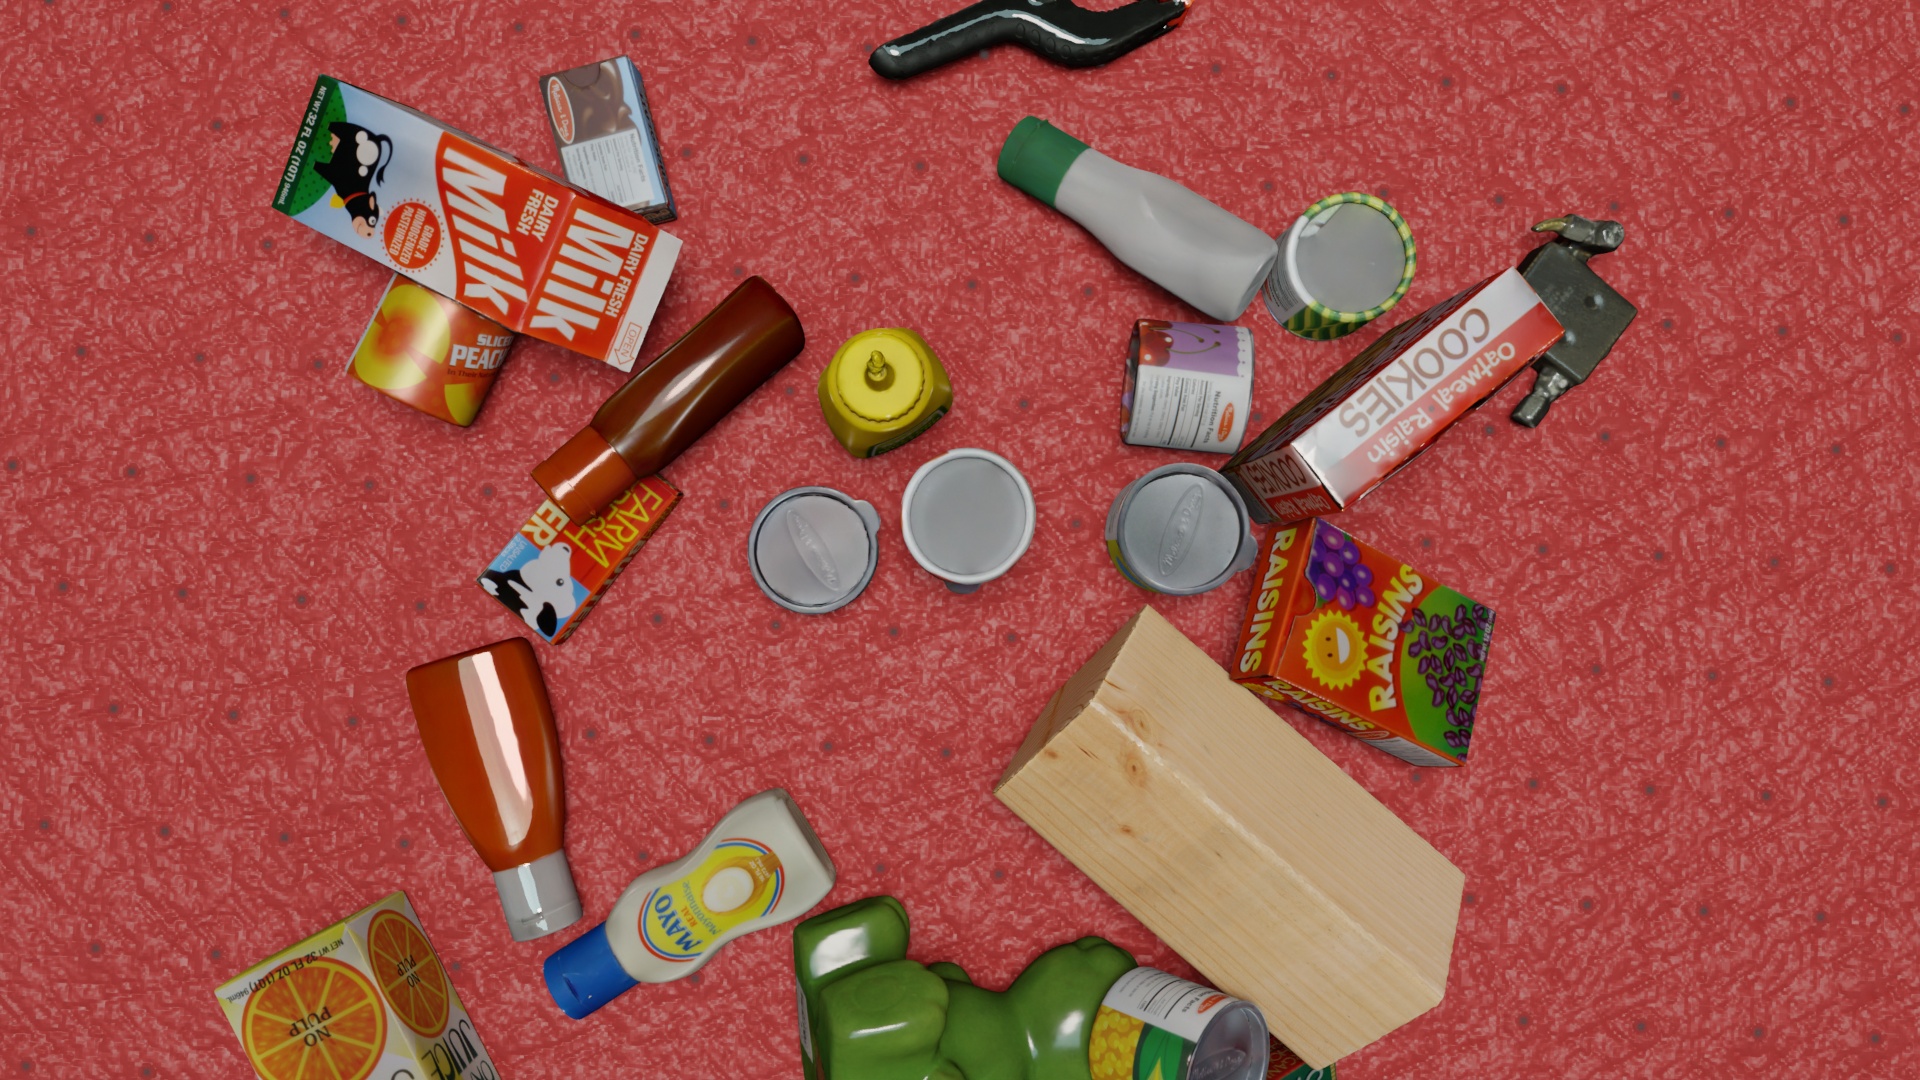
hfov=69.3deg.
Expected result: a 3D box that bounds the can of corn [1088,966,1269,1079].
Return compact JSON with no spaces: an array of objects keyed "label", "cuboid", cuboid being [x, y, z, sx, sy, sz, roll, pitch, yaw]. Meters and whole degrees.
[{"label":"can of corn","cuboid":[0.103,0.244,0.655,0.071,0.058,0.071,-6,98,-44]}]

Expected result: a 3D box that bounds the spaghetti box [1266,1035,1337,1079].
[{"label":"spaghetti box","cuboid":[0.081,0.310,0.658,0.251,0.029,0.050,-19,108,-27]}]

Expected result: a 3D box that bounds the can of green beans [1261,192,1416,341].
[{"label":"can of green beans","cuboid":[0.194,-0.140,0.717,0.071,0.058,0.071,0,88,-1]}]

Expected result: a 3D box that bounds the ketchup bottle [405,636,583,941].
[{"label":"ketchup bottle","cuboid":[-0.232,0.127,0.709,0.065,0.043,0.148,-17,89,0]}]

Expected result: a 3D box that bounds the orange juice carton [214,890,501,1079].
[{"label":"orange juice carton","cuboid":[-0.278,0.281,0.689,0.072,0.073,0.192,-28,89,-2]}]

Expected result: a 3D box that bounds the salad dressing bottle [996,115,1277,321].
[{"label":"salad dressing bottle","cuboid":[0.088,-0.168,0.712,0.148,0.064,0.043,34,131,13]}]

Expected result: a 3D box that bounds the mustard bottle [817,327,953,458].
[{"label":"mustard bottle","cuboid":[-0.037,-0.072,0.661,0.065,0.160,0.049,-31,91,0]}]

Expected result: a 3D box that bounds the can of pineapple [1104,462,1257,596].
[{"label":"can of pineapple","cuboid":[0.111,-0.004,0.711,0.071,0.058,0.071,0,89,-1]}]

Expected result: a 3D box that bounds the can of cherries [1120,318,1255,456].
[{"label":"can of cherries","cuboid":[0.115,-0.080,0.712,0.058,0.071,0.071,5,88,0]}]

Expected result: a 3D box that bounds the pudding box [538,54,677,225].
[{"label":"pudding box","cuboid":[-0.184,-0.205,0.728,0.050,0.030,0.083,-16,88,0]}]

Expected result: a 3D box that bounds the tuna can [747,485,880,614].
[{"label":"tuna can","cuboid":[-0.073,0.004,0.721,0.071,0.033,0.071,0,88,-1]}]

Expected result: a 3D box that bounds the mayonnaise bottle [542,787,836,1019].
[{"label":"mayonnaise bottle","cuboid":[-0.140,0.190,0.709,0.148,0.041,0.065,-32,91,-2]}]

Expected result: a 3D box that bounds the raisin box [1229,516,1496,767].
[{"label":"raisin box","cuboid":[0.202,0.052,0.691,0.123,0.040,0.086,25,72,-19]}]

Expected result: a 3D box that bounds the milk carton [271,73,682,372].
[{"label":"milk carton","cuboid":[-0.229,-0.153,0.682,0.191,0.073,0.072,26,99,11]}]

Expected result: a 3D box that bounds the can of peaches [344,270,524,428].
[{"label":"can of peaches","cuboid":[-0.266,-0.095,0.704,0.071,0.071,0.058,27,89,0]}]

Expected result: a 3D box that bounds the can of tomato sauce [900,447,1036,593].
[{"label":"can of tomato sauce","cuboid":[0.002,-0.009,0.697,0.071,0.083,0.071,0,88,-1]}]

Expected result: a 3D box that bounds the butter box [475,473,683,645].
[{"label":"butter box","cuboid":[-0.197,-0.001,0.724,0.053,0.024,0.103,40,88,1]}]

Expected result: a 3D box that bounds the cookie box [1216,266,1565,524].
[{"label":"cookie box","cuboid":[0.195,-0.061,0.660,0.123,0.167,0.040,-39,89,-1]}]

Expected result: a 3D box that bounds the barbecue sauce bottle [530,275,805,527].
[{"label":"barbecue sauce bottle","cuboid":[-0.145,-0.068,0.695,0.149,0.064,0.043,-43,87,-13]}]
